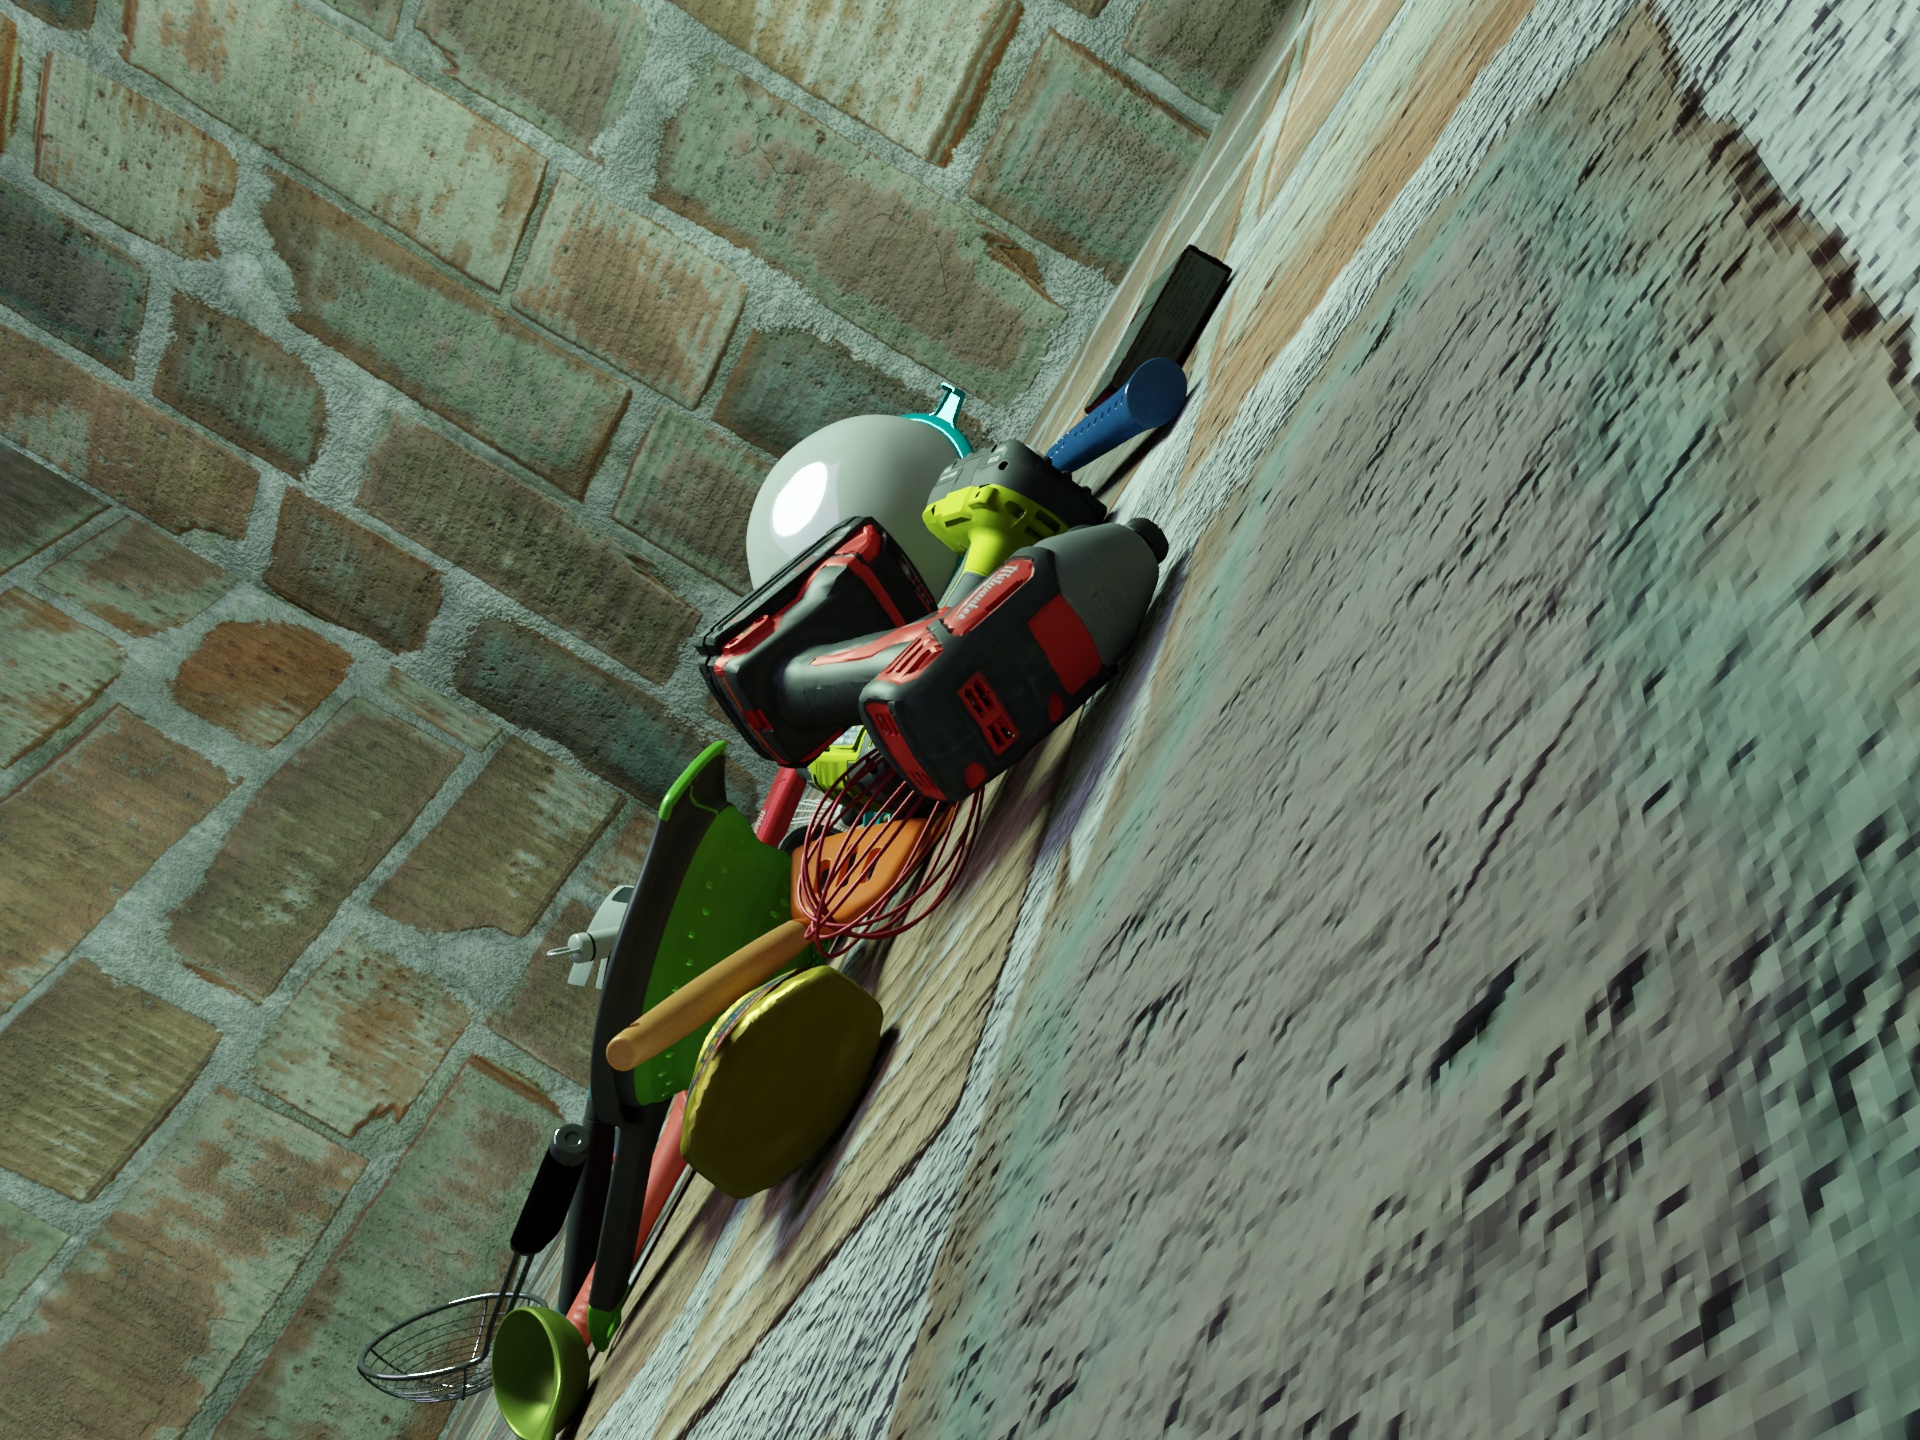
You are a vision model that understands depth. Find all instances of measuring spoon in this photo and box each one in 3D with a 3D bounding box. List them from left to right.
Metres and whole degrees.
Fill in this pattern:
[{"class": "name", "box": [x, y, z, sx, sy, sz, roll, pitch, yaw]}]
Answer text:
[{"class": "measuring spoon", "box": [-0.029, 0.077, 0.889, 0.117, 0.011, 0.021, -53, 8, 50]}]

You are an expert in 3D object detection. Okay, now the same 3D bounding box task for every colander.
[{"class": "colander", "box": [-0.147, 0.214, 0.931, 0.204, 0.094, 0.397, -64, -12, -70]}]

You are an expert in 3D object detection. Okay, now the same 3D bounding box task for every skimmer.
[{"class": "skimmer", "box": [-0.299, 0.336, 1.013, 0.127, 0.090, 0.363, -12, -37, -38]}]

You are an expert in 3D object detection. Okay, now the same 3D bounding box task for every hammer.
[{"class": "hammer", "box": [-0.260, 0.414, 1.072, 0.359, 0.036, 0.149, -63, 6, -26]}, {"class": "hammer", "box": [-0.261, 0.286, 1.157, 0.128, 0.033, 0.331, -18, -64, -84]}, {"class": "hammer", "box": [-0.174, 0.165, 1.211, 0.143, 0.038, 0.386, 16, 82, 63]}, {"class": "hammer", "box": [0.059, -0.169, 1.089, 0.144, 0.035, 0.405, -49, 8, -11]}]

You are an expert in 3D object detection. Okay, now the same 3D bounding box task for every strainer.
[{"class": "strainer", "box": [-0.167, 0.140, 1.083, 0.087, 0.258, 0.050, 9, 100, 44]}, {"class": "strainer", "box": [-0.085, -0.075, 1.098, 0.211, 0.095, 0.341, -25, 56, 39]}]

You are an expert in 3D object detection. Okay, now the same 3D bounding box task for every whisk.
[{"class": "whisk", "box": [-0.098, 0.083, 1.316, 0.070, 0.070, 0.284, -61, 11, -19]}, {"class": "whisk", "box": [0.006, -0.002, 0.765, 0.296, 0.073, 0.073, -56, 2, -37]}]

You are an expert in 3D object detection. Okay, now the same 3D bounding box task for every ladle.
[{"class": "ladle", "box": [-0.240, 0.402, 0.844, 0.320, 0.062, 0.078, -162, 79, -82]}]

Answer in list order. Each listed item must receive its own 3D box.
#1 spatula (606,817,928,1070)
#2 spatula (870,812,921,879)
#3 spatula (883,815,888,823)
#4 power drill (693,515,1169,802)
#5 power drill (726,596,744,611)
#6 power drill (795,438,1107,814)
[{"class": "spatula", "box": [-0.087, 0.096, 0.729, 0.081, 0.041, 0.322, -14, 3, 15]}, {"class": "spatula", "box": [-0.002, -0.003, 1.045, 0.316, 0.018, 0.059, -64, 6, -33]}, {"class": "spatula", "box": [0.008, -0.048, 1.191, 0.082, 0.044, 0.318, -51, 15, 55]}, {"class": "power drill", "box": [-0.013, -0.035, 0.678, 0.143, 0.078, 0.220, -42, 22, -22]}, {"class": "power drill", "box": [-0.104, -0.051, 1.303, 0.080, 0.188, 0.226, -34, -1, -34]}, {"class": "power drill", "box": [-0.019, -0.048, 0.969, 0.228, 0.080, 0.190, -61, 21, -12]}]
